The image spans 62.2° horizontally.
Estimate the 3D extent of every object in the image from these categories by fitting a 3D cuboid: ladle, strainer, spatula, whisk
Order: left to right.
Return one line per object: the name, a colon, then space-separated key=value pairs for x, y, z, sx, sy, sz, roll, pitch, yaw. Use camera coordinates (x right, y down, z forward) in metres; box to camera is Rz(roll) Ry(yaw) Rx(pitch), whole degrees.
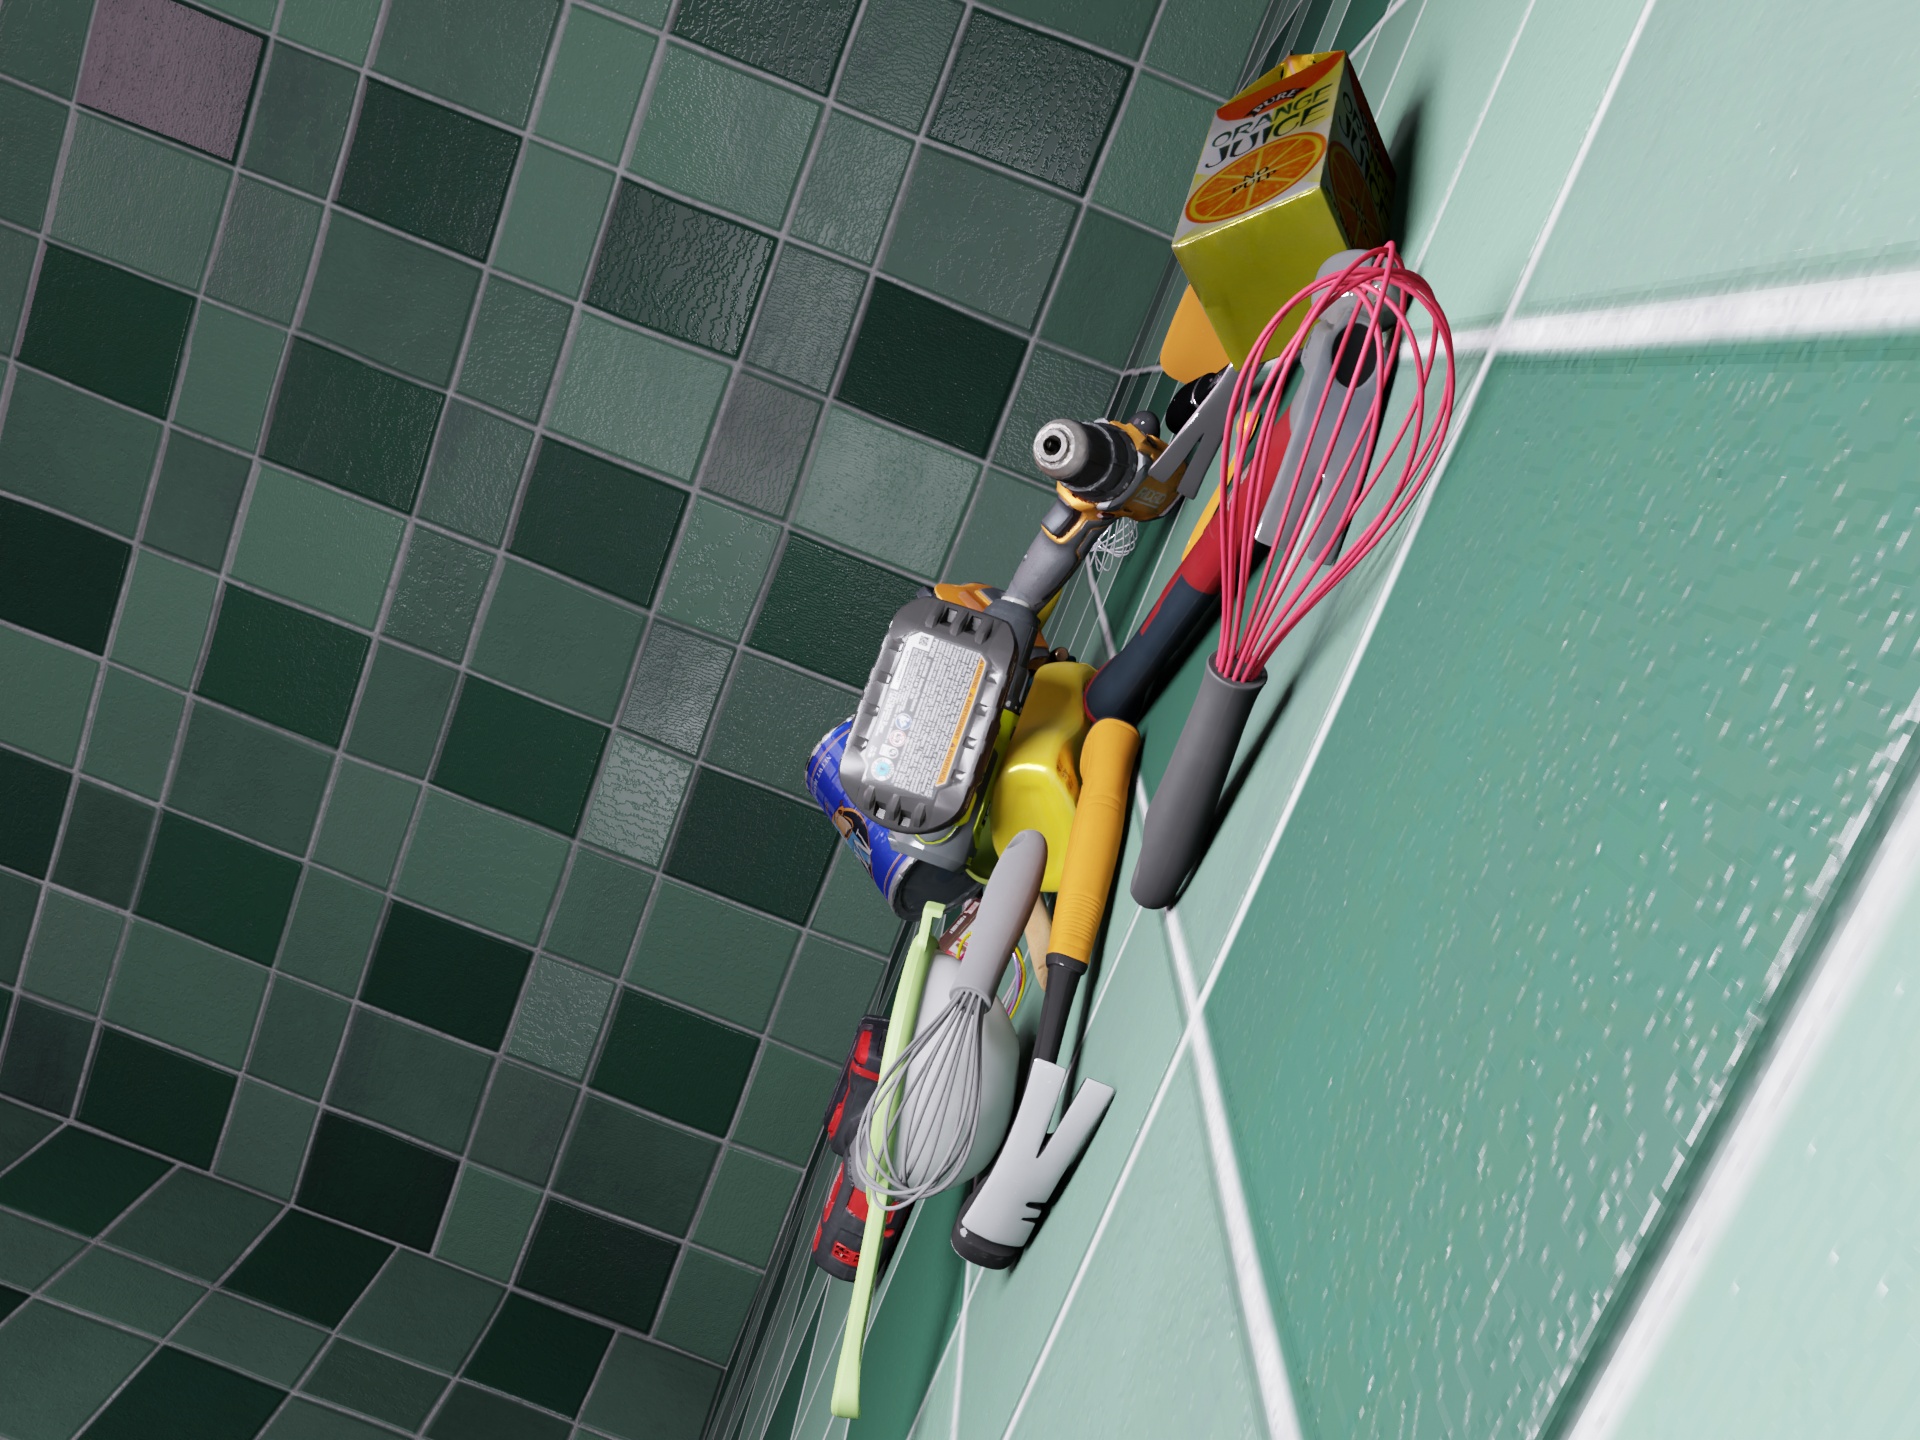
strainer: x=-0.012 y=0.234 z=0.831 sx=0.151 sy=0.069 sz=0.257 roll=93 pitch=-173 yaw=-51
whisk: x=-0.003 y=0.229 z=1.071 sx=0.051 sy=0.047 sz=0.244 roll=-73 pitch=1 yaw=-56
whisk: x=0.004 y=0.141 z=0.802 sx=0.055 sy=0.055 sz=0.239 roll=113 pitch=-178 yaw=-45
ladle: x=0.039 y=0.107 z=1.023 sx=0.078 sy=0.062 sz=0.320 roll=-39 pitch=8 yaw=5
spatula: x=0.084 y=-0.038 z=1.392 sx=0.317 sy=0.044 sz=0.082 roll=111 pitch=180 yaw=-86
whisk: x=0.130 y=-0.192 z=1.334 sx=0.284 sy=0.070 sz=0.070 roll=103 pitch=-173 yaw=-75
whisk: x=0.107 y=-0.034 z=0.580 sx=0.073 sy=0.073 sz=0.295 roll=-71 pitch=-4 yaw=-50

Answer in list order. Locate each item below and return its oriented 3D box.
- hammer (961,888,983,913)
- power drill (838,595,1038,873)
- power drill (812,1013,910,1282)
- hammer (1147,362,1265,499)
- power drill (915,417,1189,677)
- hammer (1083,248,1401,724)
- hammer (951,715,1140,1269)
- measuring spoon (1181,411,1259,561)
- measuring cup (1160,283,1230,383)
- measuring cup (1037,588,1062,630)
hammer: x=0.041 y=0.060 z=1.245 sx=0.331 sy=0.033 sz=0.128 roll=121 pitch=141 yaw=-61
power drill: x=-0.002 y=-0.003 z=1.011 sx=0.228 sy=0.080 sz=0.190 roll=48 pitch=-119 yaw=-80
power drill: x=-0.063 y=0.326 z=1.257 sx=0.220 sy=0.078 sz=0.143 roll=-88 pitch=19 yaw=-76
hammer: x=0.167 y=-0.217 z=1.069 sx=0.149 sy=0.036 sz=0.409 roll=-59 pitch=1 yaw=8
power drill: x=0.055 y=-0.124 z=1.156 sx=0.226 sy=0.084 sz=0.185 roll=-49 pitch=-21 yaw=19
hammer: x=0.119 y=-0.062 z=0.800 sx=0.386 sy=0.038 sz=0.143 roll=115 pitch=174 yaw=-67
hammer: x=0.058 y=0.099 z=0.793 sx=0.337 sy=0.034 sz=0.127 roll=-71 pitch=2 yaw=-53
measuring spoon: x=0.159 y=-0.145 z=0.995 sx=0.021 sy=0.011 sz=0.116 roll=-70 pitch=2 yaw=-48
measuring cup: x=0.189 y=-0.303 z=1.311 sx=0.173 sy=0.052 sz=0.095 roll=127 pitch=165 yaw=-77
measuring cup: x=0.048 y=-0.045 z=1.290 sx=0.156 sy=0.062 sz=0.029 roll=-61 pitch=35 yaw=8
